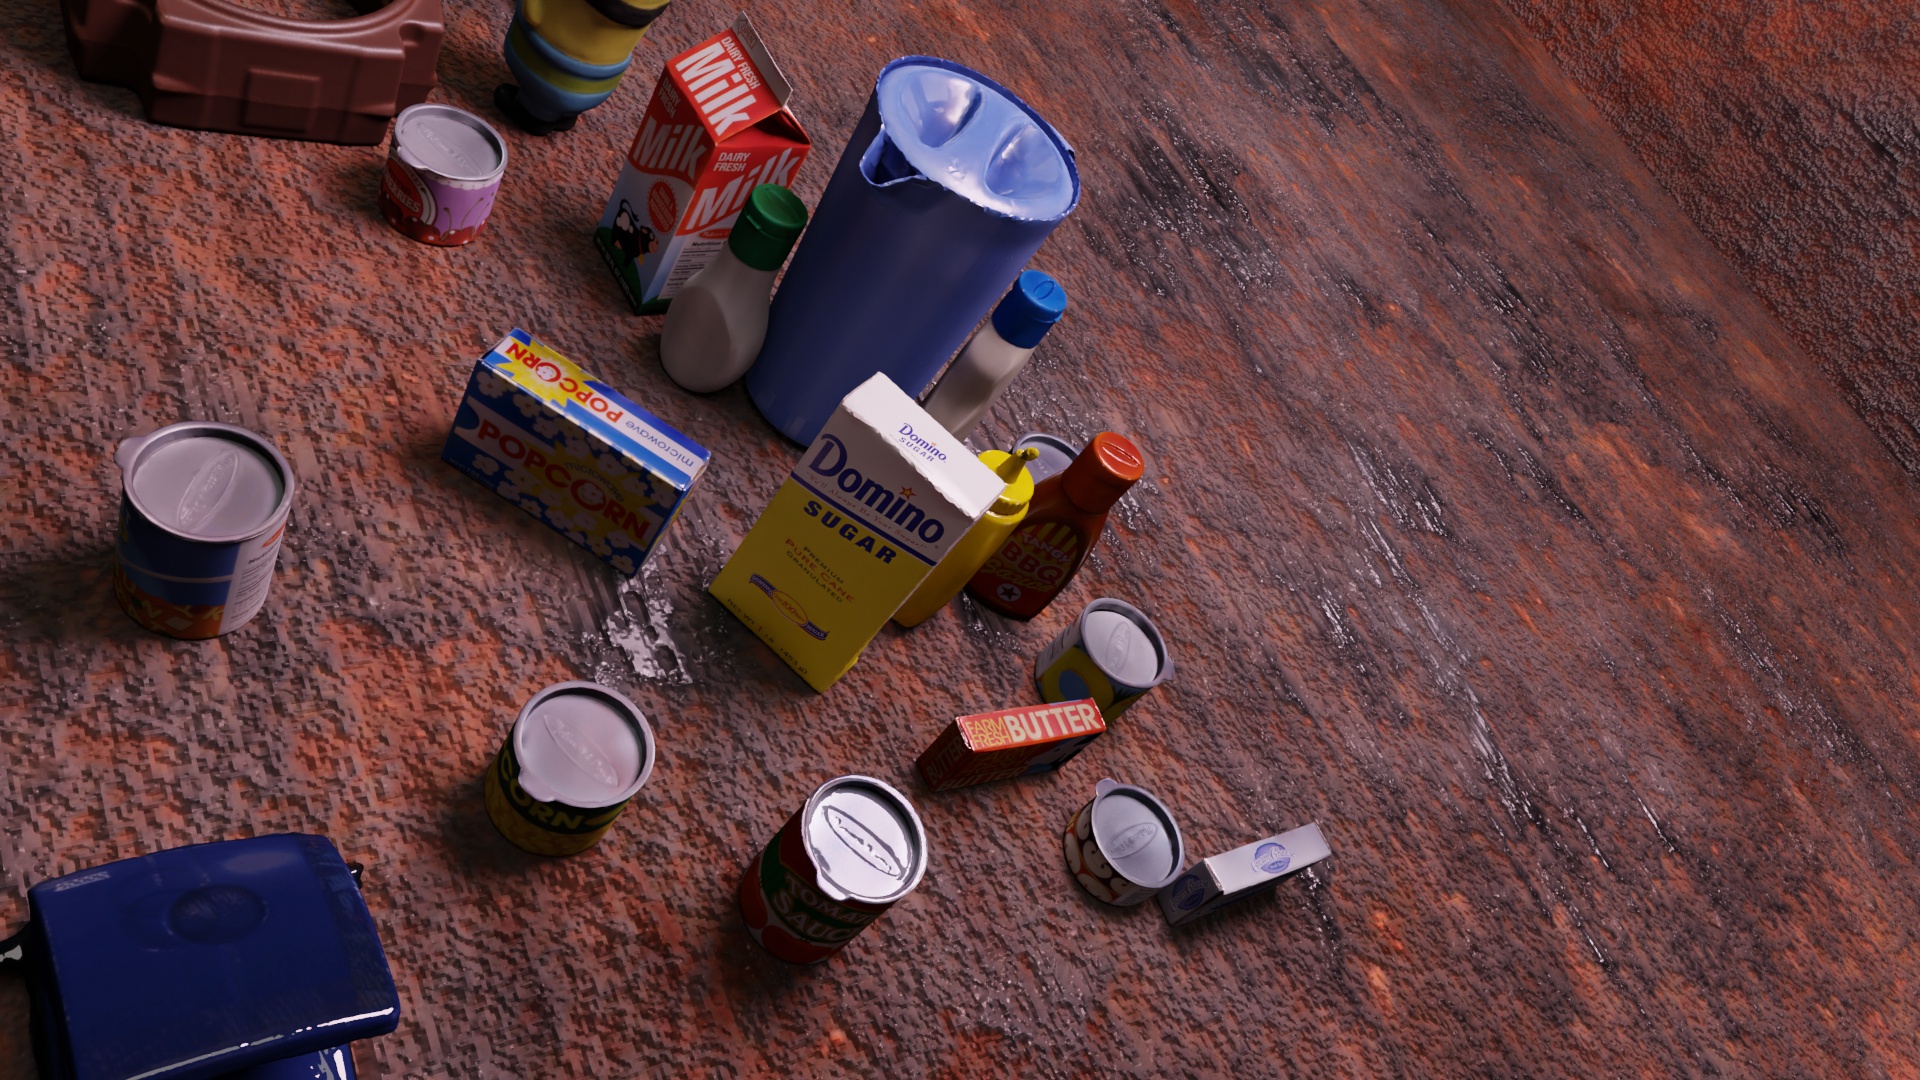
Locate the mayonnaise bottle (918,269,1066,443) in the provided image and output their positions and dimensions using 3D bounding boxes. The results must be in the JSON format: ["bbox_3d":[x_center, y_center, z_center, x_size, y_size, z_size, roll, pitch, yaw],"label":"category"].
[{"bbox_3d":[0.018,-0.120,0.937,0.041,0.147,0.065,41,42,1],"label":"mayonnaise bottle"}]

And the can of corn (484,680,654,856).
[{"bbox_3d":[-0.189,0.111,0.663,0.071,0.058,0.071,19,46,-21],"label":"can of corn"}]

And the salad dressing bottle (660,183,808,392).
[{"bbox_3d":[-0.139,-0.153,0.855,0.064,0.147,0.044,48,43,9],"label":"salad dressing bottle"}]

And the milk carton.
[{"bbox_3d":[-0.159,-0.234,0.877,0.074,0.189,0.072,-14,64,-42],"label":"milk carton"}]

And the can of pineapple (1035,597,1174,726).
[{"bbox_3d":[0.091,0.081,0.886,0.071,0.057,0.071,19,46,-21],"label":"can of pineapple"}]

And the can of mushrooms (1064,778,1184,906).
[{"bbox_3d":[0.096,0.179,0.825,0.071,0.033,0.071,19,46,-21],"label":"can of mushrooms"}]

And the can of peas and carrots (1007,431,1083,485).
[{"bbox_3d":[0.052,-0.033,0.954,0.071,0.058,0.071,19,46,-21],"label":"can of peas and carrots"}]

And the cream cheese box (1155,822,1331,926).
[{"bbox_3d":[0.173,0.203,0.845,0.104,0.053,0.024,-6,59,-38],"label":"cream cheese box"}]

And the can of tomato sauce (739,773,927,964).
[{"bbox_3d":[-0.065,0.165,0.687,0.071,0.082,0.071,19,46,-21],"label":"can of tomato sauce"}]

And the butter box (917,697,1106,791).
[{"bbox_3d":[0.031,0.119,0.815,0.104,0.053,0.024,-3,57,-37],"label":"butter box"}]

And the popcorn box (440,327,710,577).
[{"bbox_3d":[-0.210,-0.046,0.760,0.126,0.084,0.038,33,43,-7],"label":"popcorn box"}]

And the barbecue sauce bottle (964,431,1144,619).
[{"bbox_3d":[0.060,-0.010,0.874,0.065,0.147,0.044,29,43,-12],"label":"barbecue sauce bottle"}]

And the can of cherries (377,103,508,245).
[{"bbox_3d":[-0.320,-0.223,0.852,0.071,0.058,0.072,19,46,-21],"label":"can of cherries"}]

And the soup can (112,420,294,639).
[{"bbox_3d":[-0.347,-0.005,0.630,0.071,0.083,0.072,19,46,-21],"label":"soup can"}]

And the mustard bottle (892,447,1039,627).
[{"bbox_3d":[0.003,-0.010,0.825,0.049,0.159,0.066,43,42,3],"label":"mustard bottle"}]
